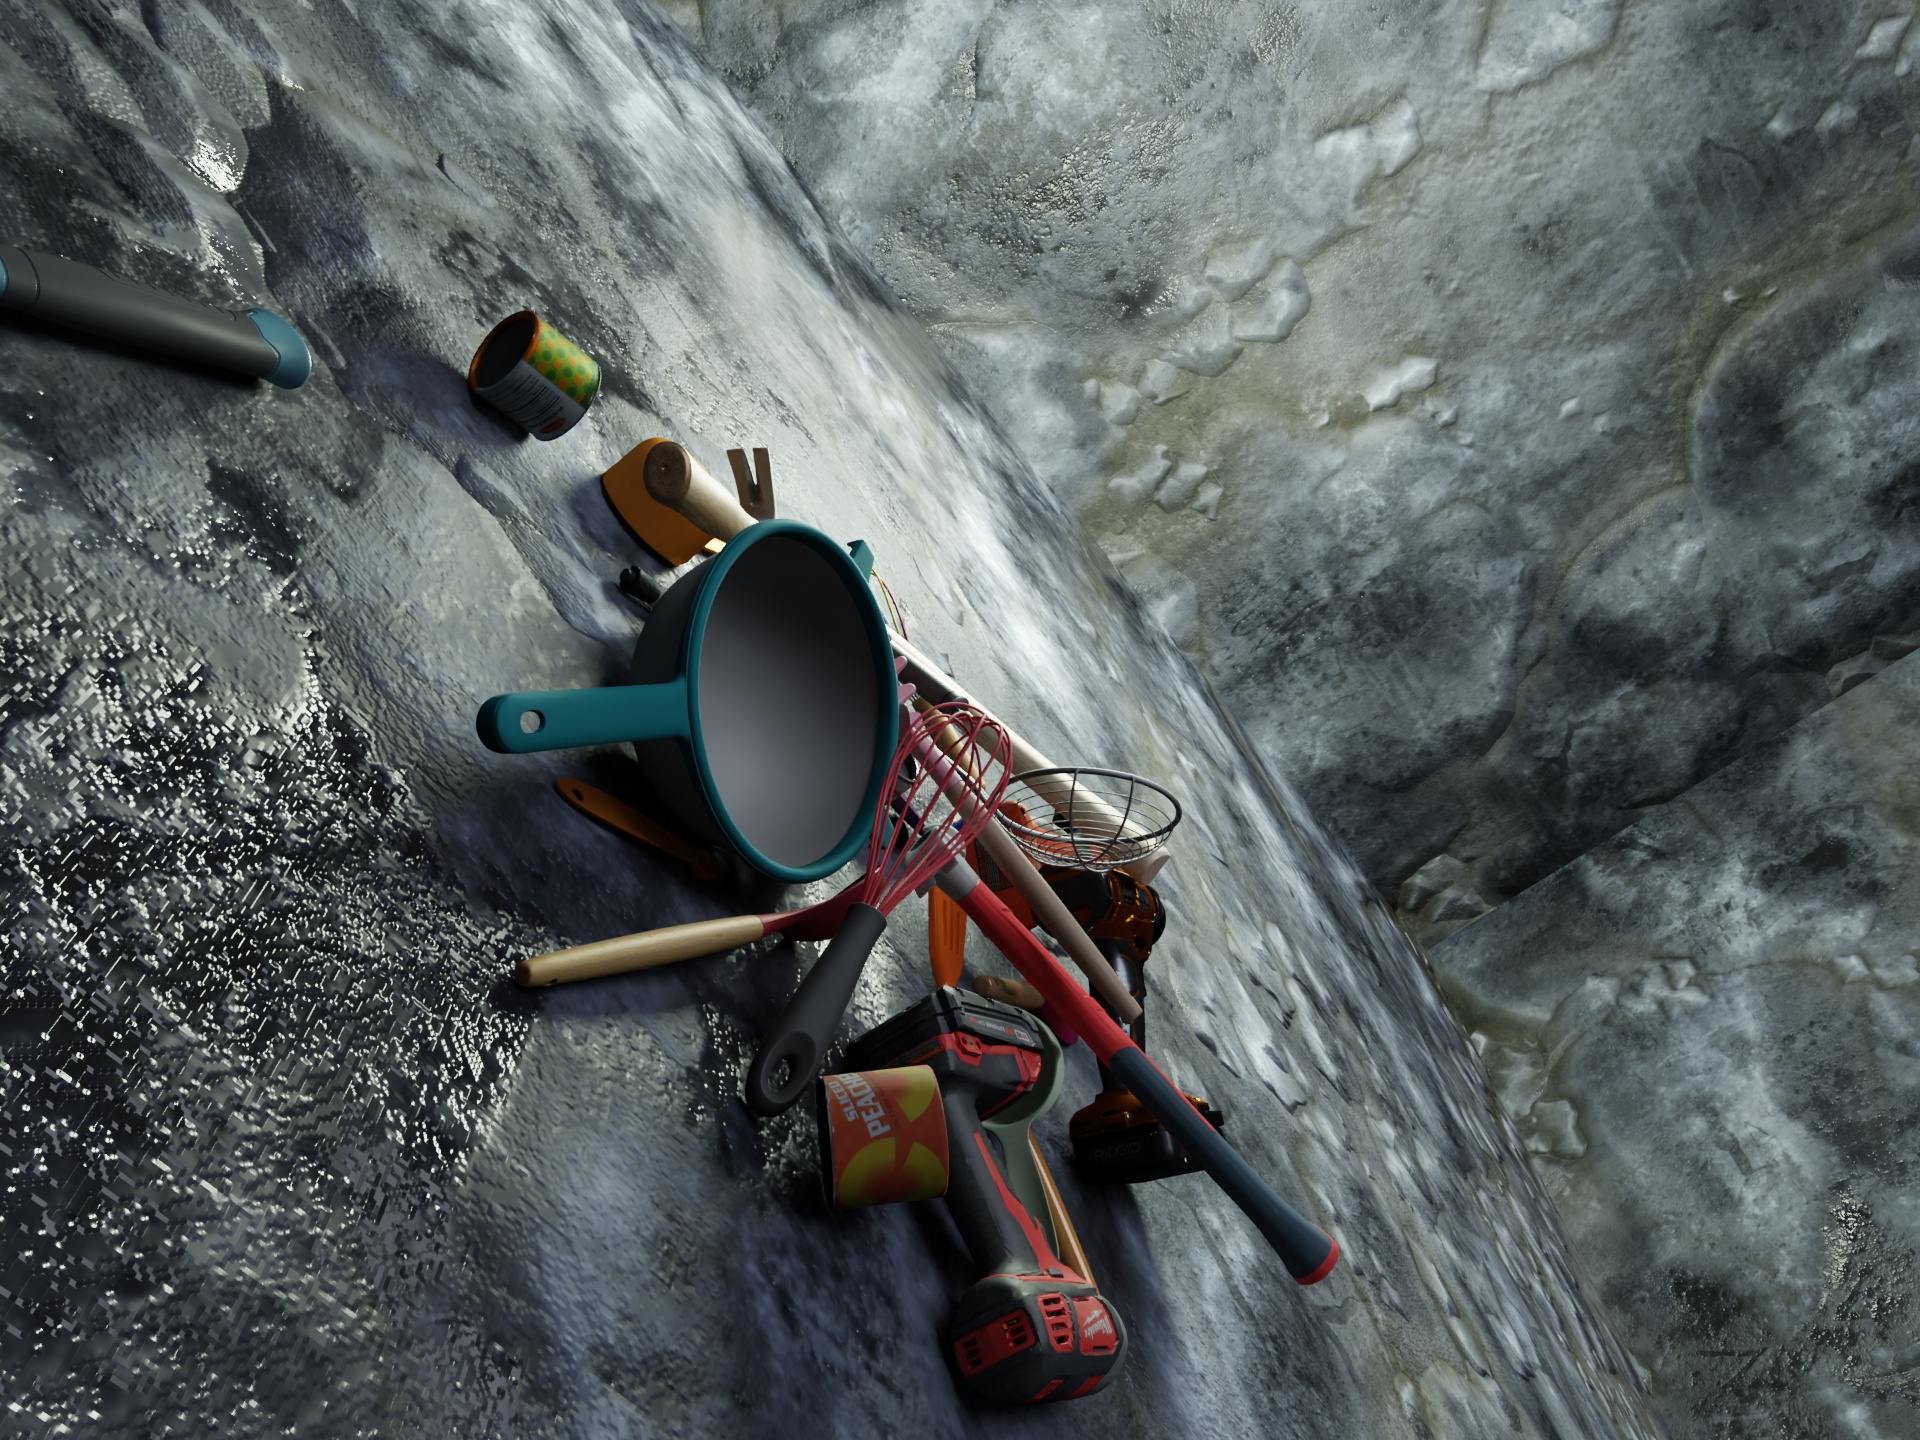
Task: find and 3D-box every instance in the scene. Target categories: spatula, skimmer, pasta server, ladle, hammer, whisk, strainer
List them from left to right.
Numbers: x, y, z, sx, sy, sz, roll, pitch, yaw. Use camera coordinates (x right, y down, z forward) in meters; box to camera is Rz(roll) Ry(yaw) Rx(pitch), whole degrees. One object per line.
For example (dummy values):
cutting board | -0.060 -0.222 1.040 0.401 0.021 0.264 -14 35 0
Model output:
hammer | -0.402 -0.189 0.675 0.128 0.033 0.331 56 15 9
strainer | -0.160 -0.006 0.884 0.340 0.095 0.211 -7 93 -60
hammer | -0.156 -0.137 1.047 0.331 0.031 0.130 38 49 -87
ladle | -0.124 0.111 0.837 0.031 0.069 0.315 58 21 14
spatula | -0.082 0.005 1.106 0.060 0.018 0.315 38 -12 39
strainer | -0.066 -0.056 1.138 0.259 0.050 0.086 38 2 44
whisk | -0.042 0.094 0.881 0.073 0.073 0.296 48 48 -21
whisk | -0.045 -0.040 1.416 0.245 0.047 0.051 59 14 7
hammer | -0.004 -0.011 1.240 0.411 0.038 0.146 40 9 26
skimmer | -0.002 -0.004 1.141 0.364 0.090 0.127 38 -5 36
pasta server | 0.018 0.059 1.020 0.316 0.040 0.060 52 4 12
spatula | 0.033 0.238 1.044 0.323 0.041 0.081 65 6 30
hammer | 0.106 0.219 1.013 0.386 0.038 0.143 47 1 -4

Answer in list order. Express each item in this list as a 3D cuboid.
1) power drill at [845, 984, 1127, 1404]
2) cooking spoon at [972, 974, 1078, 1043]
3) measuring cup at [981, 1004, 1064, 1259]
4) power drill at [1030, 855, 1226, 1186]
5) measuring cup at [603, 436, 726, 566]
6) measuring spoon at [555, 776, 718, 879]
power drill | 0.025 0.269 0.892 0.143 0.078 0.220 31 30 -53
cooking spoon | 0.049 0.197 1.135 0.069 0.017 0.318 59 5 17
measuring cup | 0.039 0.261 0.989 0.038 0.083 0.168 39 35 -68
power drill | 0.127 0.219 1.169 0.164 0.084 0.227 23 52 -57
measuring cup | -0.193 -0.157 1.192 0.095 0.052 0.173 57 16 21
measuring spoon | -0.176 0.060 0.865 0.116 0.011 0.021 36 24 -40
